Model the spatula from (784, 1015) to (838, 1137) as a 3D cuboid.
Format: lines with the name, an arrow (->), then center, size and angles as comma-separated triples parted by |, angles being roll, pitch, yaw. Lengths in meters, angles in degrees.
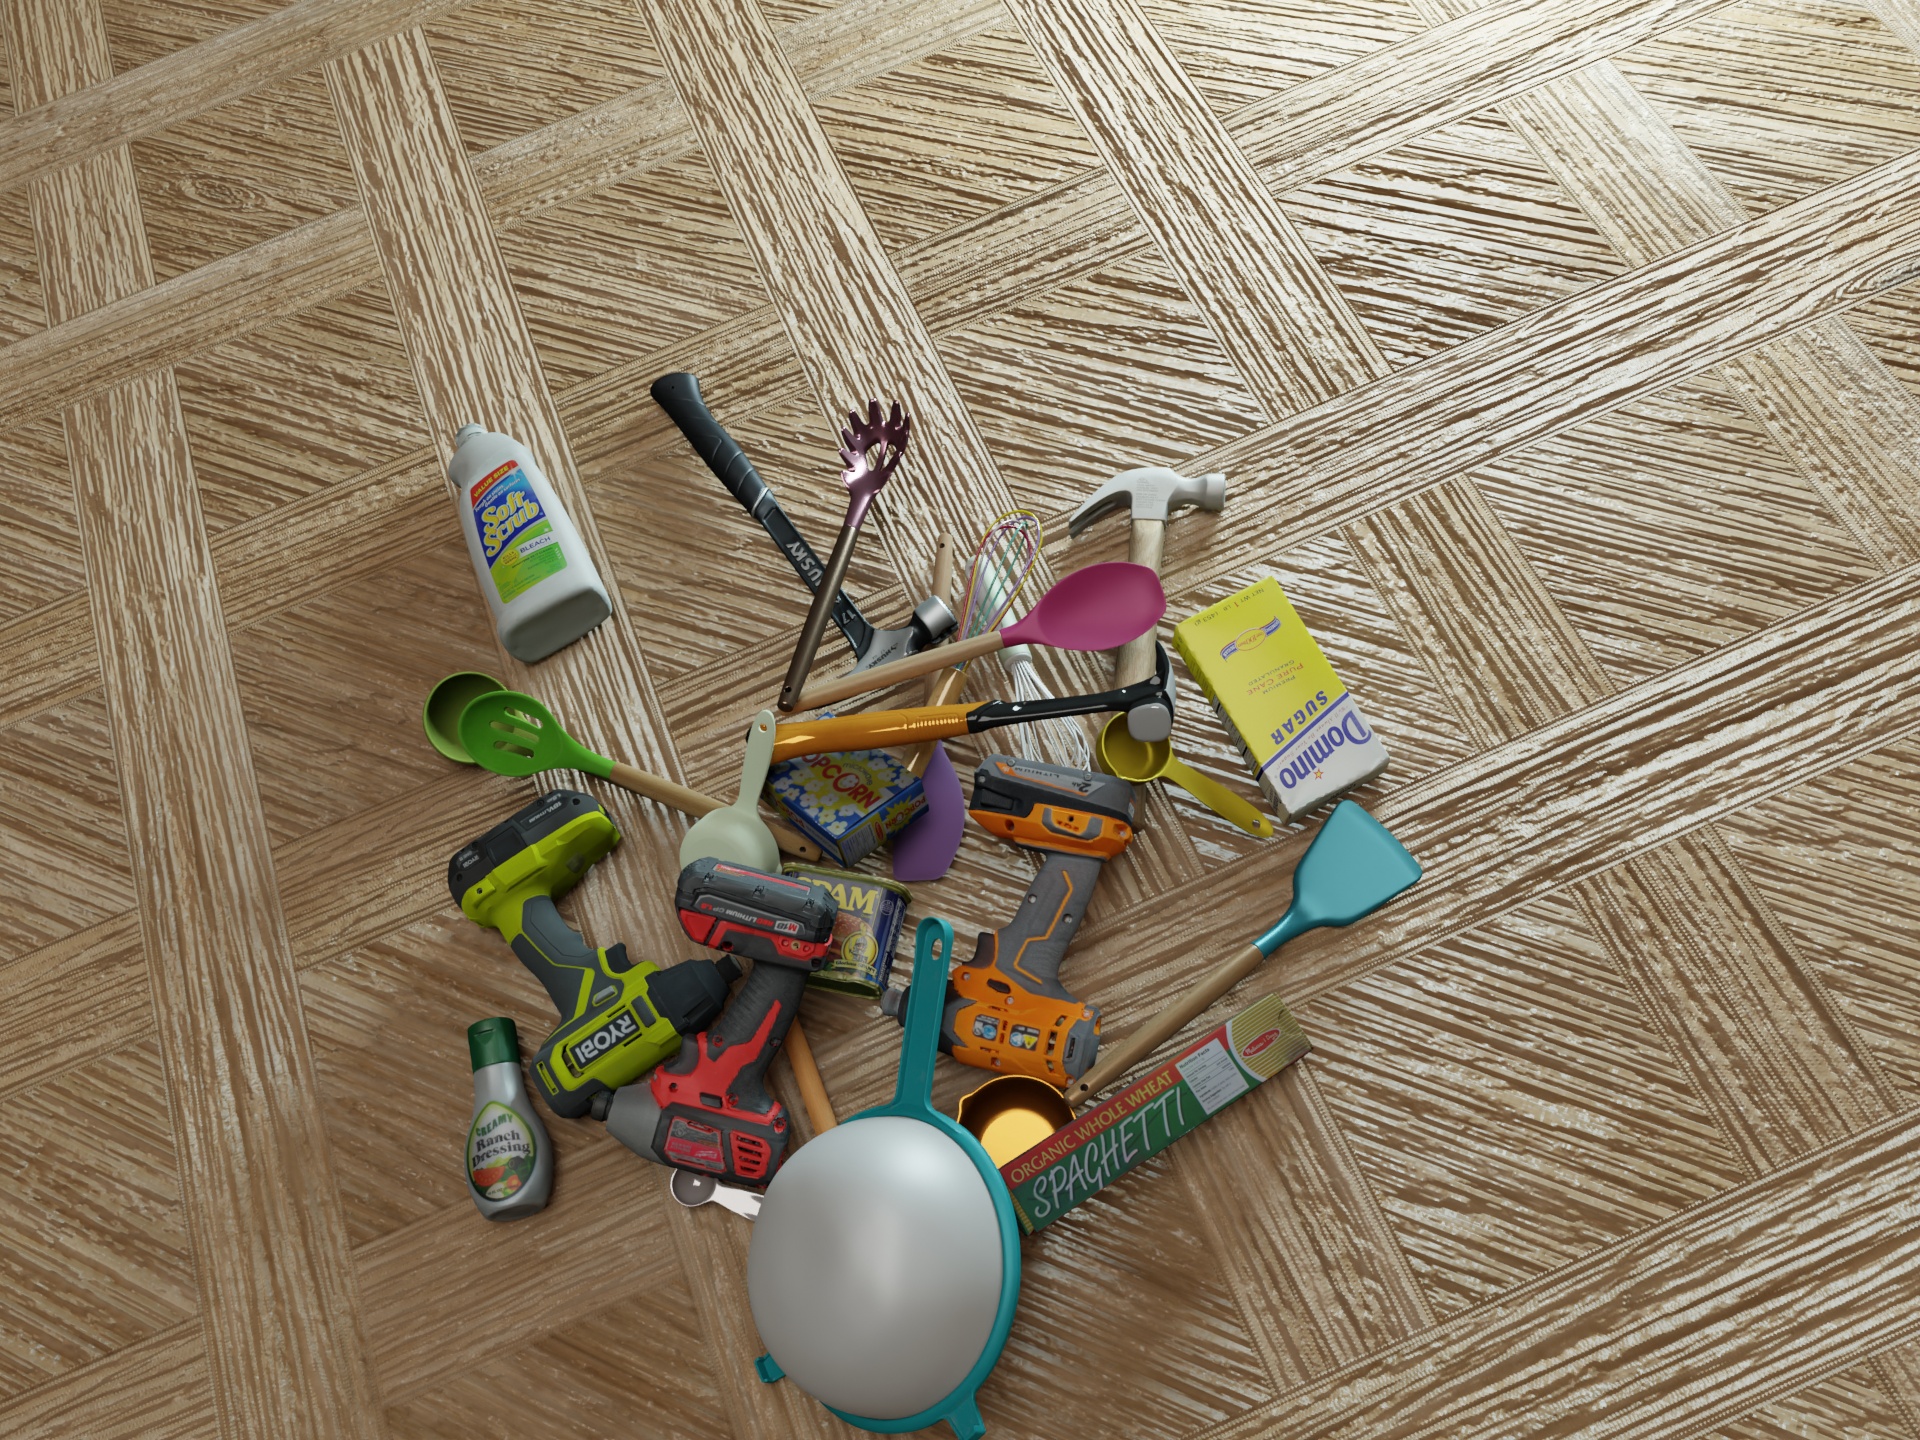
spatula -> -0.088, 0.331, 1.146 | 0.081, 0.041, 0.323 | -36, 59, 19

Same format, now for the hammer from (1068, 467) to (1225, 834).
hammer -> 0.143, -0.065, 1.308 | 0.130, 0.031, 0.331 | 3, 65, 10

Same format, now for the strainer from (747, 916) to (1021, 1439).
strainer -> -0.062, 0.295, 1.061 | 0.211, 0.095, 0.340 | -1, 74, 38

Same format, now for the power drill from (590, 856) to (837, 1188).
power drill -> -0.176, 0.218, 1.146 | 0.143, 0.078, 0.219 | 15, 92, -3

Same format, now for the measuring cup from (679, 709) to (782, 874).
measuring cup -> -0.173, 0.070, 1.230 | 0.083, 0.167, 0.038 | 22, 25, 13

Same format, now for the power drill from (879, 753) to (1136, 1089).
power drill -> 0.037, 0.145, 1.180 | 0.164, 0.084, 0.226 | 10, 80, 14

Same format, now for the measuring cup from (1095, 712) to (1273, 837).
measuring cup -> 0.173, 0.050, 1.234 | 0.156, 0.029, 0.062 | 33, 68, -6

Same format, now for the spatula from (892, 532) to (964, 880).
spatula -> -0.020, -0.017, 1.318 | 0.060, 0.018, 0.316 | -5, 64, 17

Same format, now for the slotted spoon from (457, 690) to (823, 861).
slotted spoon -> -0.257, 0.052, 1.284 | 0.314, 0.031, 0.070 | 21, 98, 6

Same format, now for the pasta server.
pasta server -> -0.101, -0.141, 1.317 | 0.060, 0.040, 0.316 | 7, 56, 15

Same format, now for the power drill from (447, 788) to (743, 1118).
power drill -> -0.286, 0.171, 1.240 | 0.171, 0.080, 0.223 | -34, 68, -7

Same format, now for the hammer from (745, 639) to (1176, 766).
hammer -> -0.002, -0.004, 1.227 | 0.337, 0.034, 0.127 | -7, 22, 12

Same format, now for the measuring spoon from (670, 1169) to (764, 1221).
measuring spoon -> -0.153, 0.355, 1.163 | 0.124, 0.018, 0.034 | 19, 70, 10

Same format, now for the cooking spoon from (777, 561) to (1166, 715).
cooking spoon -> 0.008, -0.057, 1.261 | 0.319, 0.017, 0.069 | -17, 81, 0

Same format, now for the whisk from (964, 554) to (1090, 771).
whisk -> 0.049, -0.041, 1.305 | 0.059, 0.057, 0.247 | 0, 53, -30

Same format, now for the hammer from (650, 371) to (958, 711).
hammer -> -0.170, -0.175, 1.404 | 0.149, 0.036, 0.409 | -37, 61, -2

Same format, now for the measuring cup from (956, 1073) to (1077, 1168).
measuring cup -> 0.018, 0.333, 1.117 | 0.095, 0.052, 0.174 | 30, 70, 17

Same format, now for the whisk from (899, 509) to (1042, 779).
whisk -> 0.003, -0.061, 1.291 | 0.047, 0.051, 0.245 | 25, 83, -2

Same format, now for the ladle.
ladle -> -0.302, 0.038, 1.318 | 0.320, 0.062, 0.078 | 19, 79, 15

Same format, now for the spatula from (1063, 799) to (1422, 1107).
spatula -> 0.198, 0.178, 1.156 | 0.317, 0.044, 0.082 | -34, 67, -20
